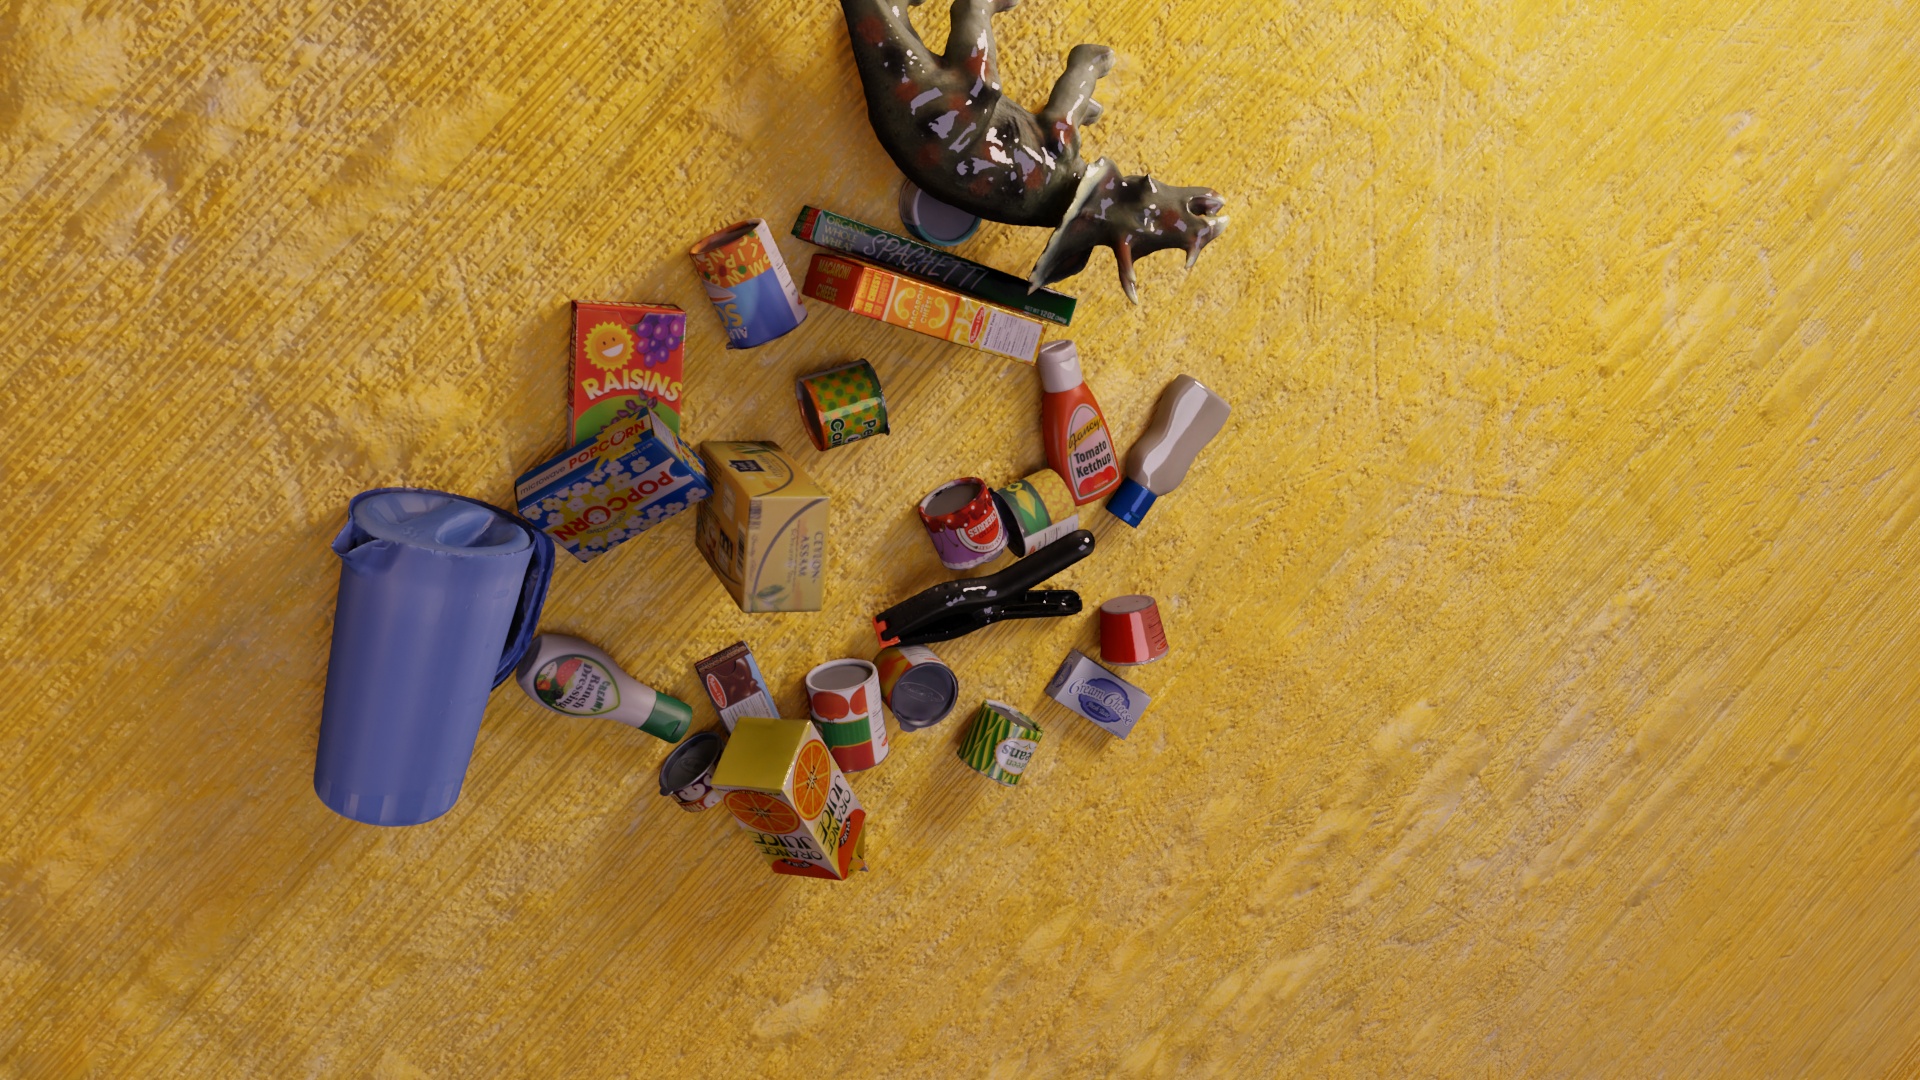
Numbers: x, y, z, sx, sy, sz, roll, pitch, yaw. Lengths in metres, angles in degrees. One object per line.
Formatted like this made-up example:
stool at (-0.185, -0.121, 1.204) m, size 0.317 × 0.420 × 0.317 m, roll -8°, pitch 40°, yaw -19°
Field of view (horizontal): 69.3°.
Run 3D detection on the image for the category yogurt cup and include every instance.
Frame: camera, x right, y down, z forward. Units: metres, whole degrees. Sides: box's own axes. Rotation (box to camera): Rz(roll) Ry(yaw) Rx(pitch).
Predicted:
yogurt cup at (0.166, 0.086, 1.352) m, size 0.072 × 0.072 × 0.053 m, roll -15°, pitch 105°, yaw -19°

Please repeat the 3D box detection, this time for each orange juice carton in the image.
orange juice carton at (-0.142, 0.241, 1.230) m, size 0.191 × 0.072 × 0.073 m, roll 68°, pitch 31°, yaw -43°

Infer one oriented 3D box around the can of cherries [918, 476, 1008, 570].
can of cherries at (0.004, -0.016, 1.239) m, size 0.071 × 0.071 × 0.058 m, roll -30°, pitch 117°, yaw -12°

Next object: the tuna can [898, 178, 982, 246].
tuna can at (-0.013, -0.279, 1.161) m, size 0.071 × 0.033 × 0.070 m, roll -8°, pitch 111°, yaw -21°

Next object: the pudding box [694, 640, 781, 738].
pudding box at (-0.195, 0.136, 1.225) m, size 0.050 × 0.030 × 0.083 m, roll -26°, pitch 116°, yaw -13°

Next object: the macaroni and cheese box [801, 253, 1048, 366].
macaroni and cheese box at (-0.031, -0.190, 1.132) m, size 0.166 × 0.124 × 0.040 m, roll 13°, pitch 100°, yaw -27°

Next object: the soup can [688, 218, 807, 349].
soup can at (-0.170, -0.202, 1.099) m, size 0.071 × 0.071 × 0.083 m, roll -30°, pitch 117°, yaw -12°

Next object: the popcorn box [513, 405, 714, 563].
popcorn box at (-0.271, -0.042, 1.088) m, size 0.126 × 0.038 × 0.085 m, roll -27°, pitch 141°, yaw 9°

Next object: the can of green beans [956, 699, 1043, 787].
can of green beans at (0.038, 0.193, 1.329) m, size 0.071 × 0.071 × 0.057 m, roll 24°, pitch 97°, yaw -29°

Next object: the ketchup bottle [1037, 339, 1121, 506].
ketchup bottle at (0.102, -0.108, 1.266) m, size 0.065 × 0.043 × 0.148 m, roll -28°, pitch 117°, yaw -23°

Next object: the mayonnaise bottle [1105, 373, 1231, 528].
mayonnaise bottle at (0.193, -0.082, 1.319) m, size 0.064 × 0.041 × 0.148 m, roll 32°, pitch 94°, yaw -28°

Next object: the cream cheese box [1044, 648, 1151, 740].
cream cheese box at (0.138, 0.154, 1.385) m, size 0.103 × 0.024 × 0.053 m, roll 32°, pitch 91°, yaw -30°

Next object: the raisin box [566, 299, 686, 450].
raisin box at (-0.265, -0.126, 1.098) m, size 0.086 × 0.040 × 0.123 m, roll 0°, pitch 107°, yaw -23°

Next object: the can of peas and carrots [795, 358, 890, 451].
can of peas and carrots at (-0.099, -0.111, 1.160) m, size 0.059 × 0.071 × 0.070 m, roll -18°, pitch 114°, yaw -17°

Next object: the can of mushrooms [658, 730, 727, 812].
can of mushrooms at (-0.229, 0.204, 1.212) m, size 0.071 × 0.071 × 0.033 m, roll -39°, pitch 120°, yaw -7°

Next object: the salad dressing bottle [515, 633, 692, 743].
salad dressing bottle at (-0.297, 0.128, 1.169) m, size 0.147 × 0.044 × 0.064 m, roll 30°, pitch 95°, yaw -30°

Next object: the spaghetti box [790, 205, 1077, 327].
spaghetti box at (-0.018, -0.229, 1.167) m, size 0.250 × 0.050 × 0.028 m, roll 13°, pitch 100°, yaw -27°

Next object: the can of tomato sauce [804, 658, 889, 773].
can of tomato sauce at (-0.104, 0.158, 1.254) m, size 0.071 × 0.071 × 0.082 m, roll -14°, pitch 112°, yaw -19°

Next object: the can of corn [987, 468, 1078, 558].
can of corn at (0.066, -0.028, 1.267) m, size 0.058 × 0.071 × 0.071 m, roll -25°, pitch 116°, yaw -15°

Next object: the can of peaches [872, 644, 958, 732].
can of peaches at (-0.044, 0.133, 1.276) m, size 0.071 × 0.058 × 0.071 m, roll -8°, pitch 112°, yaw -22°
